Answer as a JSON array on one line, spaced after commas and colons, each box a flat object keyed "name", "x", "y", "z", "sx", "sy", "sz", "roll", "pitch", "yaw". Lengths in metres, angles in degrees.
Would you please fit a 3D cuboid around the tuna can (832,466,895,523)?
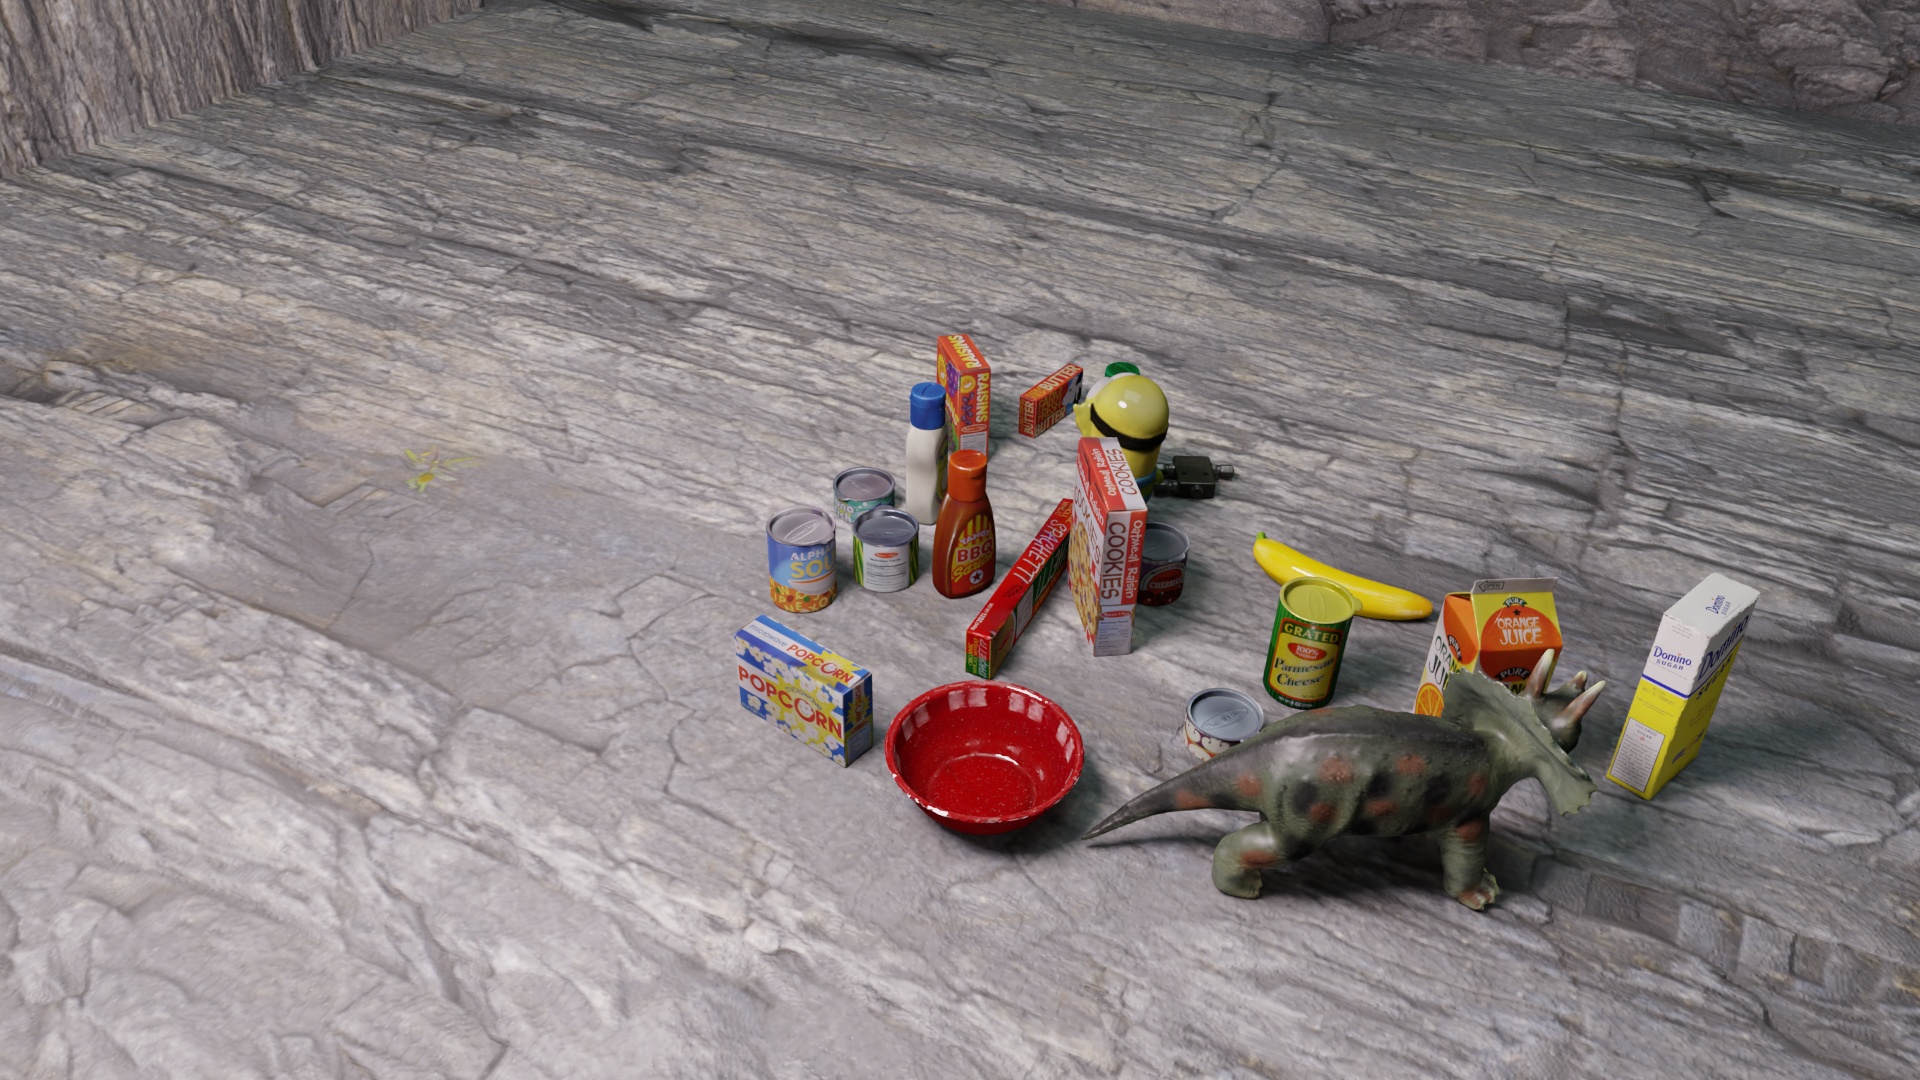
[{"name": "tuna can", "x": -0.104, "y": -0.047, "z": 1.475, "sx": 0.071, "sy": 0.032, "sz": 0.071, "roll": 1, "pitch": 35, "yaw": -1}]

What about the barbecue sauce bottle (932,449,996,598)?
[{"name": "barbecue sauce bottle", "x": 0.005, "y": -0.017, "z": 1.340, "sx": 0.065, "sy": 0.147, "sz": 0.044, "roll": -21, "pitch": 41, "yaw": -29}]

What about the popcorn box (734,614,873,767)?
[{"name": "popcorn box", "x": -0.134, "y": 0.127, "z": 1.185, "sx": 0.127, "sy": 0.084, "sz": 0.038, "roll": 25, "pitch": 41, "yaw": 29}]

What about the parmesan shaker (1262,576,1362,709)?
[{"name": "parmesan shaker", "x": 0.313, "y": 0.093, "z": 1.240, "sx": 0.071, "sy": 0.102, "sz": 0.072, "roll": 1, "pitch": 35, "yaw": -1}]

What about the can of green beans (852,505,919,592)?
[{"name": "can of green beans", "x": -0.074, "y": 0.010, "z": 1.376, "sx": 0.071, "sy": 0.057, "sz": 0.071, "roll": 1, "pitch": 35, "yaw": -1}]

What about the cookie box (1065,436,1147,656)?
[{"name": "cookie box", "x": 0.134, "y": 0.005, "z": 1.299, "sx": 0.040, "sy": 0.166, "sz": 0.123, "roll": -3, "pitch": 36, "yaw": -8}]

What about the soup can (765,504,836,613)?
[{"name": "soup can", "x": -0.150, "y": 0.019, "z": 1.336, "sx": 0.071, "sy": 0.083, "sz": 0.072, "roll": 1, "pitch": 35, "yaw": -1}]

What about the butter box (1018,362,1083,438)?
[{"name": "butter box", "x": 0.107, "y": -0.165, "z": 1.635, "sx": 0.024, "sy": 0.052, "sz": 0.104, "roll": 25, "pitch": 41, "yaw": 29}]

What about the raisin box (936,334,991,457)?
[{"name": "raisin box", "x": 0.001, "y": -0.158, "z": 1.559, "sx": 0.040, "sy": 0.122, "sz": 0.086, "roll": -9, "pitch": 37, "yaw": -15}]

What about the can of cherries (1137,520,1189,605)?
[{"name": "can of cherries", "x": 0.190, "y": 0.024, "z": 1.369, "sx": 0.071, "sy": 0.058, "sz": 0.072, "roll": 1, "pitch": 35, "yaw": -1}]

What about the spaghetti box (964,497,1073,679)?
[{"name": "spaghetti box", "x": 0.068, "y": 0.041, "z": 1.347, "sx": 0.029, "sy": 0.049, "sz": 0.251, "roll": 16, "pitch": 38, "yaw": 19}]

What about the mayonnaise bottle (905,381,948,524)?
[{"name": "mayonnaise bottle", "x": -0.034, "y": -0.092, "z": 1.444, "sx": 0.041, "sy": 0.147, "sz": 0.065, "roll": 11, "pitch": 36, "yaw": 13}]

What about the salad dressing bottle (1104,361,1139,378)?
[{"name": "salad dressing bottle", "x": 0.168, "y": -0.120, "z": 1.493, "sx": 0.044, "sy": 0.146, "sz": 0.064, "roll": -20, "pitch": 41, "yaw": -28}]

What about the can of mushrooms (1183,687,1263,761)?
[{"name": "can of mushrooms", "x": 0.228, "y": 0.162, "z": 1.198, "sx": 0.071, "sy": 0.033, "sz": 0.071, "roll": 1, "pitch": 35, "yaw": -1}]

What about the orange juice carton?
[{"name": "orange juice carton", "x": 0.436, "y": 0.107, "z": 1.149, "sx": 0.072, "sy": 0.191, "sz": 0.073, "roll": -2, "pitch": 35, "yaw": -5}]
